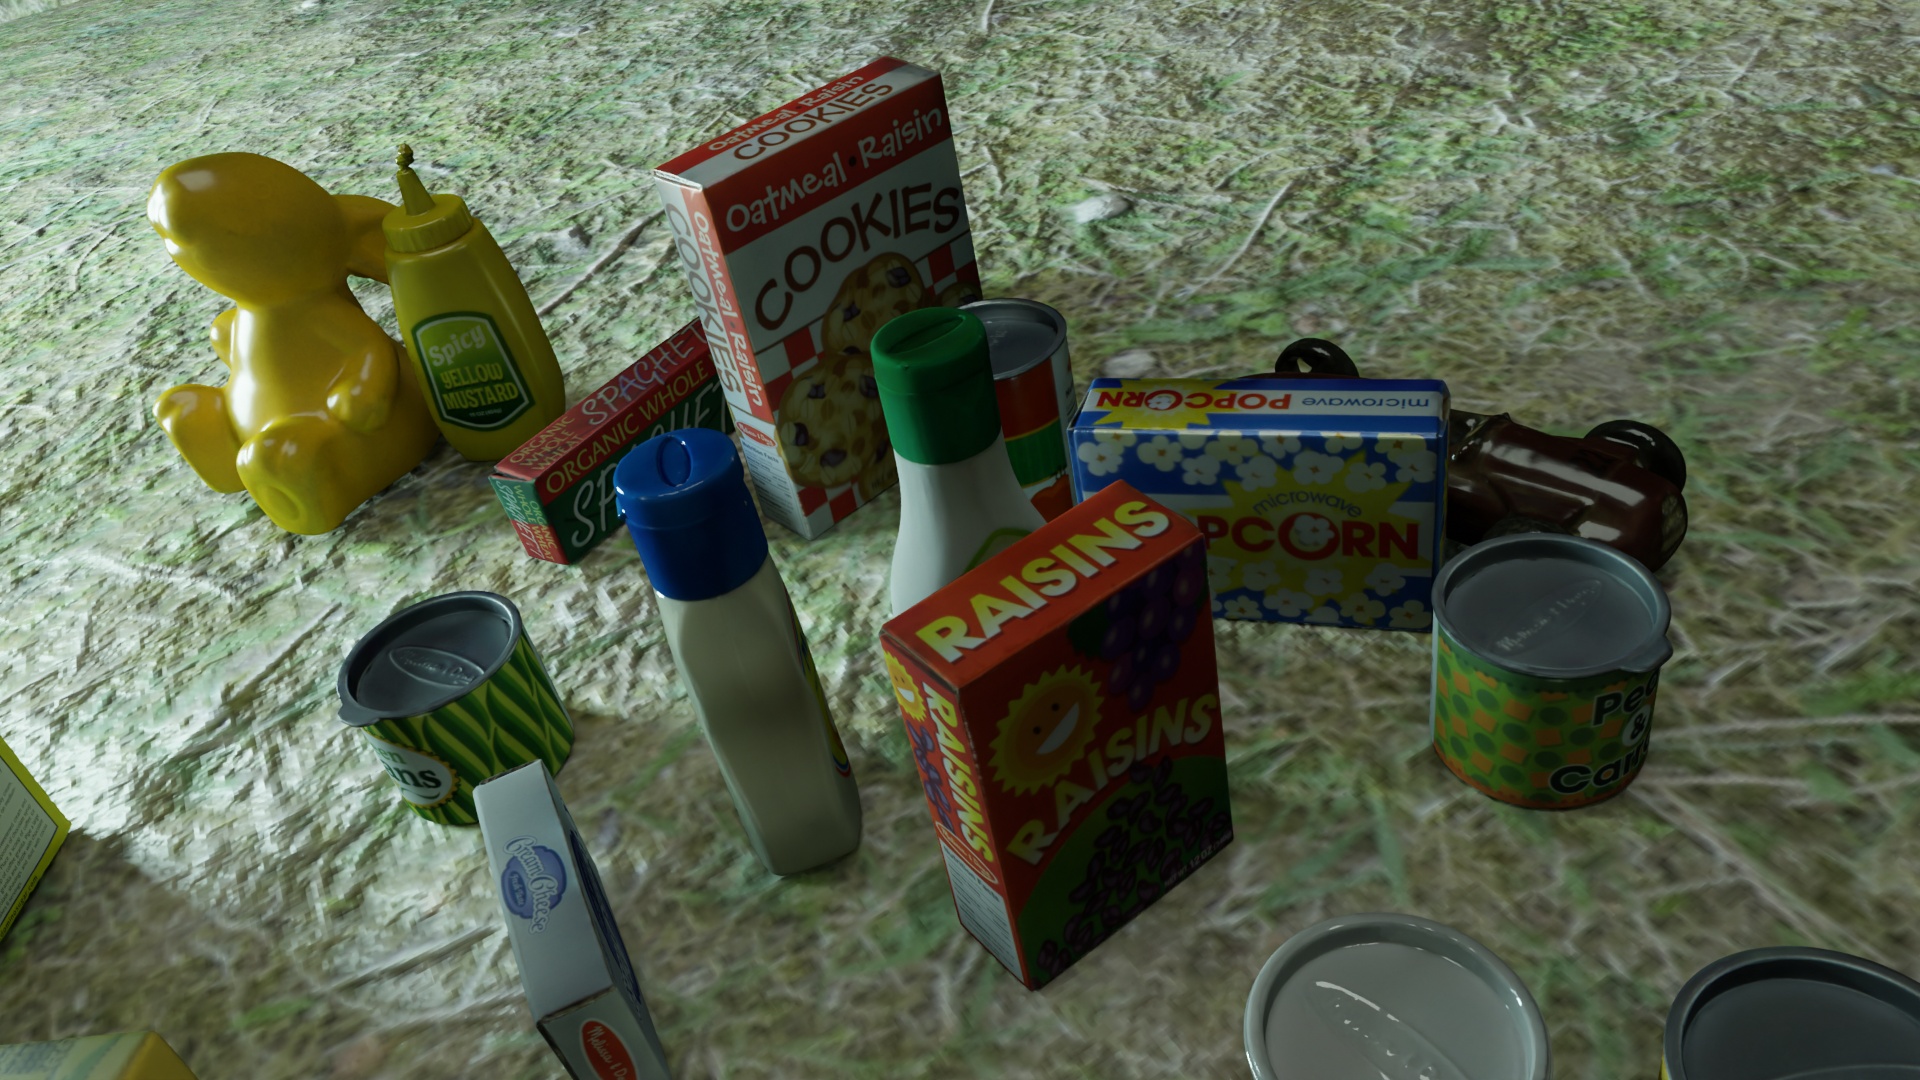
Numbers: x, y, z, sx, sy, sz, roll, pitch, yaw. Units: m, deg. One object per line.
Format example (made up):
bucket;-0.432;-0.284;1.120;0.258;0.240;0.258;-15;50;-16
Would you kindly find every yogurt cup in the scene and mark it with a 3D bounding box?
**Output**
yogurt cup;0.104;0.133;0.334;0.072;0.053;0.073;-8;37;6

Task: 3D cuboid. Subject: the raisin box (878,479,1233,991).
raisin box;0.032;0.057;0.398;0.086;0.122;0.040;-30;40;-22

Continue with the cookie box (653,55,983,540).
cookie box;-0.050;-0.103;0.596;0.123;0.166;0.040;-36;42;-29

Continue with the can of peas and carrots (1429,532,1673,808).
can of peas and carrots;0.182;0.041;0.429;0.071;0.058;0.071;-8;37;6

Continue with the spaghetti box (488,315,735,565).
spaghetti box;-0.124;-0.080;0.686;0.029;0.050;0.251;14;44;31

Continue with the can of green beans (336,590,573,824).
can of green beans;-0.183;0.061;0.510;0.071;0.057;0.071;-8;37;6

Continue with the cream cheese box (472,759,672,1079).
cream cheese box;-0.118;0.118;0.419;0.024;0.053;0.104;-24;38;-15

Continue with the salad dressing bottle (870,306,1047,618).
salad dressing bottle;0.002;-0.006;0.469;0.064;0.147;0.044;-30;40;-22

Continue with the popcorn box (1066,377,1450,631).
popcorn box;0.109;-0.014;0.501;0.127;0.084;0.038;3;39;20

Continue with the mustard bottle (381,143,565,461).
mustard bottle;-0.243;-0.114;0.674;0.065;0.159;0.049;-12;36;2

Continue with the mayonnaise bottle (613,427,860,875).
mayonnaise bottle;-0.067;0.035;0.434;0.041;0.147;0.065;-18;37;-7

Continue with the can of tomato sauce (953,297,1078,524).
can of tomato sauce;0.015;-0.048;0.576;0.071;0.082;0.071;-8;37;6

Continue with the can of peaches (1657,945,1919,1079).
can of peaches;0.188;0.135;0.303;0.071;0.057;0.071;-8;37;6
